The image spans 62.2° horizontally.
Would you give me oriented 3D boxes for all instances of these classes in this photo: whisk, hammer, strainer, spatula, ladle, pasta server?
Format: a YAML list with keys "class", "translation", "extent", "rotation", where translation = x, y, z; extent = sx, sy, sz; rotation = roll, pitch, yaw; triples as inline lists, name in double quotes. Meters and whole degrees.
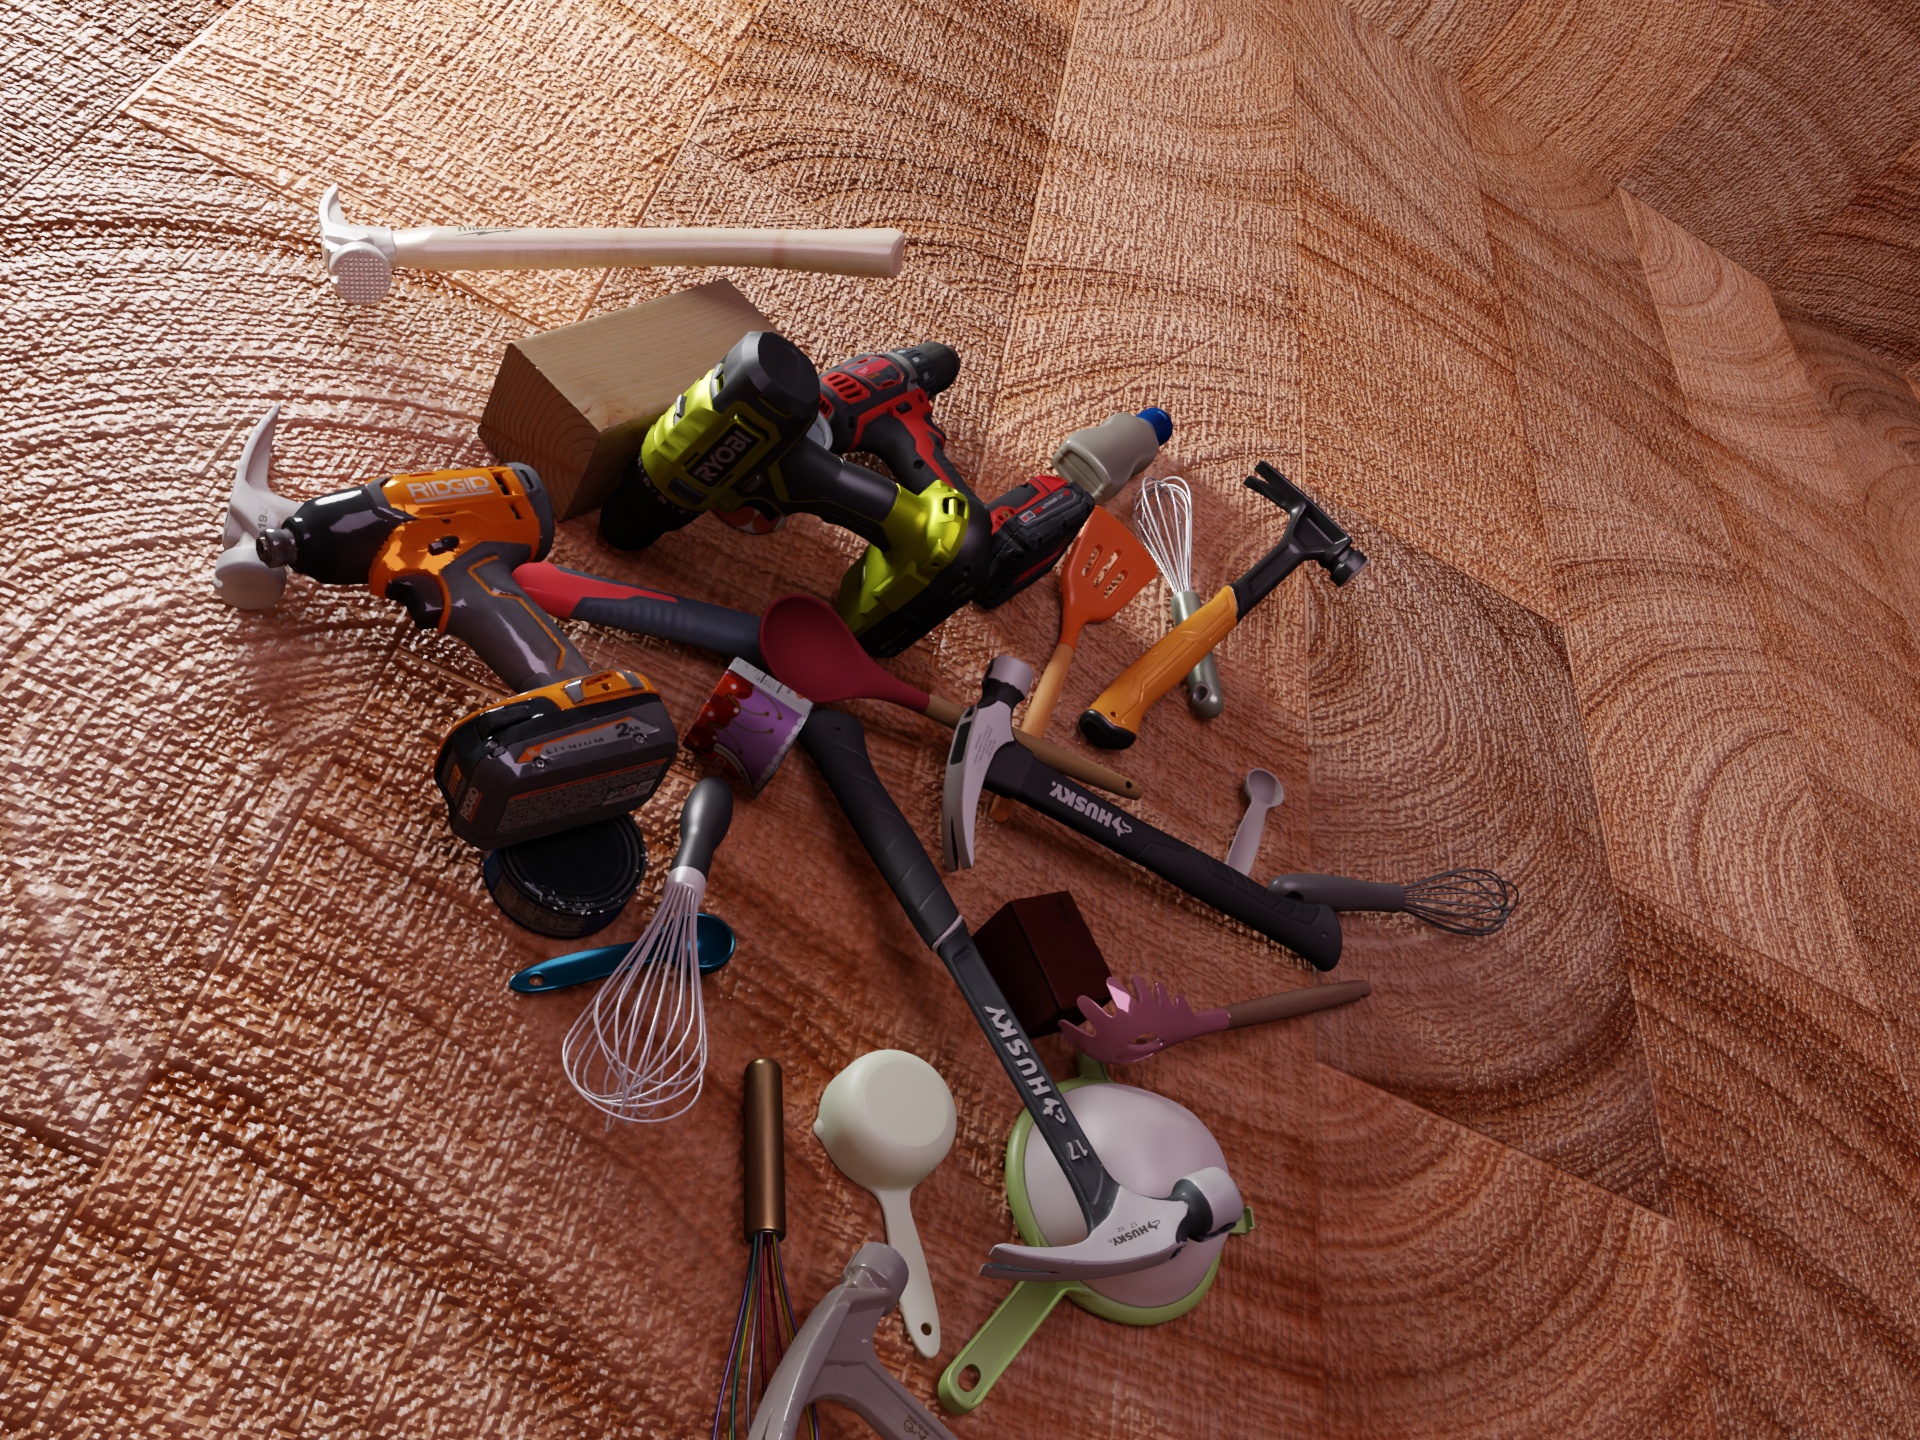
- class: "whisk"
  translation: [-0.157, 0.111, 0.863]
  extent: [0.070, 0.070, 0.285]
  rotation: [27, 28, -14]
- class: "hammer"
  translation: [-0.004, 0.143, 0.937]
  extent: [0.149, 0.036, 0.409]
  rotation: [-11, 50, -31]
- class: "hammer"
  translation: [0.198, -0.086, 1.271]
  extent: [0.127, 0.034, 0.337]
  rotation: [45, 55, 5]
- class: "hammer"
  translation: [-0.256, -0.094, 1.011]
  extent: [0.386, 0.038, 0.143]
  rotation: [13, 47, -26]
- class: "strainer"
  translation: [0.077, 0.288, 0.894]
  extent: [0.151, 0.069, 0.256]
  rotation: [47, 41, 8]
- class: "spatula"
  translation: [0.079, -0.042, 1.197]
  extent: [0.081, 0.041, 0.323]
  rotation: [43, 42, -18]
- class: "hammer"
  translation: [-0.238, -0.342, 1.137]
  extent: [0.410, 0.038, 0.146]
  rotation: [-7, 37, -23]
- class: "whisk"
  translation: [-0.095, 0.281, 0.802]
  extent: [0.051, 0.047, 0.245]
  rotation: [15, 45, -23]
- class: "whisk"
  translation: [0.335, 0.135, 1.224]
  extent: [0.238, 0.055, 0.055]
  rotation: [7, 52, -26]
- class: "hammer"
  translation: [0.134, 0.095, 1.102]
  extent: [0.334, 0.035, 0.146]
  rotation: [29, 68, -20]
- class: "hammer"
  translation: [0.051, 0.418, 0.753]
  extent: [0.359, 0.036, 0.149]
  rotation: [46, 28, -4]
- class: "whisk"
  translation: [0.186, -0.107, 1.326]
  extent: [0.059, 0.058, 0.247]
  rotation: [28, 44, -44]
- class: "ladle"
  translation: [-0.002, -0.003, 1.082]
  extent: [0.315, 0.031, 0.069]
  rotation: [23, 67, -25]
- class: "pasta server"
  translation: [0.184, 0.189, 1.056]
  extent: [0.316, 0.060, 0.040]
  rotation: [1, 43, -46]

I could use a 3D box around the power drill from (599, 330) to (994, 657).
- class: "power drill"
  translation: [-0.110, -0.136, 1.063]
  extent: [0.228, 0.190, 0.080]
  rotation: [30, 41, -31]

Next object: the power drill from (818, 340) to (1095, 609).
- class: "power drill"
  translation: [-0.004, -0.210, 1.260]
  extent: [0.227, 0.080, 0.188]
  rotation: [43, 42, 9]

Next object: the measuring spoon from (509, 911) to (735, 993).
- class: "measuring spoon"
  translation: [-0.187, 0.137, 0.882]
  extent: [0.128, 0.021, 0.042]
  rotation: [-10, 44, -30]

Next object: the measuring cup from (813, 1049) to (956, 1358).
- class: "measuring cup"
  translation: [-0.028, 0.258, 0.869]
  extent: [0.083, 0.038, 0.168]
  rotation: [7, 49, -30]

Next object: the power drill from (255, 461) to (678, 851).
- class: "power drill"
  translation: [-0.272, -0.044, 0.873]
  extent: [0.164, 0.084, 0.227]
  rotation: [-15, 62, -41]

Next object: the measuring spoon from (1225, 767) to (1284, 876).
- class: "measuring spoon"
  translation: [0.217, 0.086, 1.209]
  extent: [0.034, 0.018, 0.124]
  rotation: [34, 49, -6]
